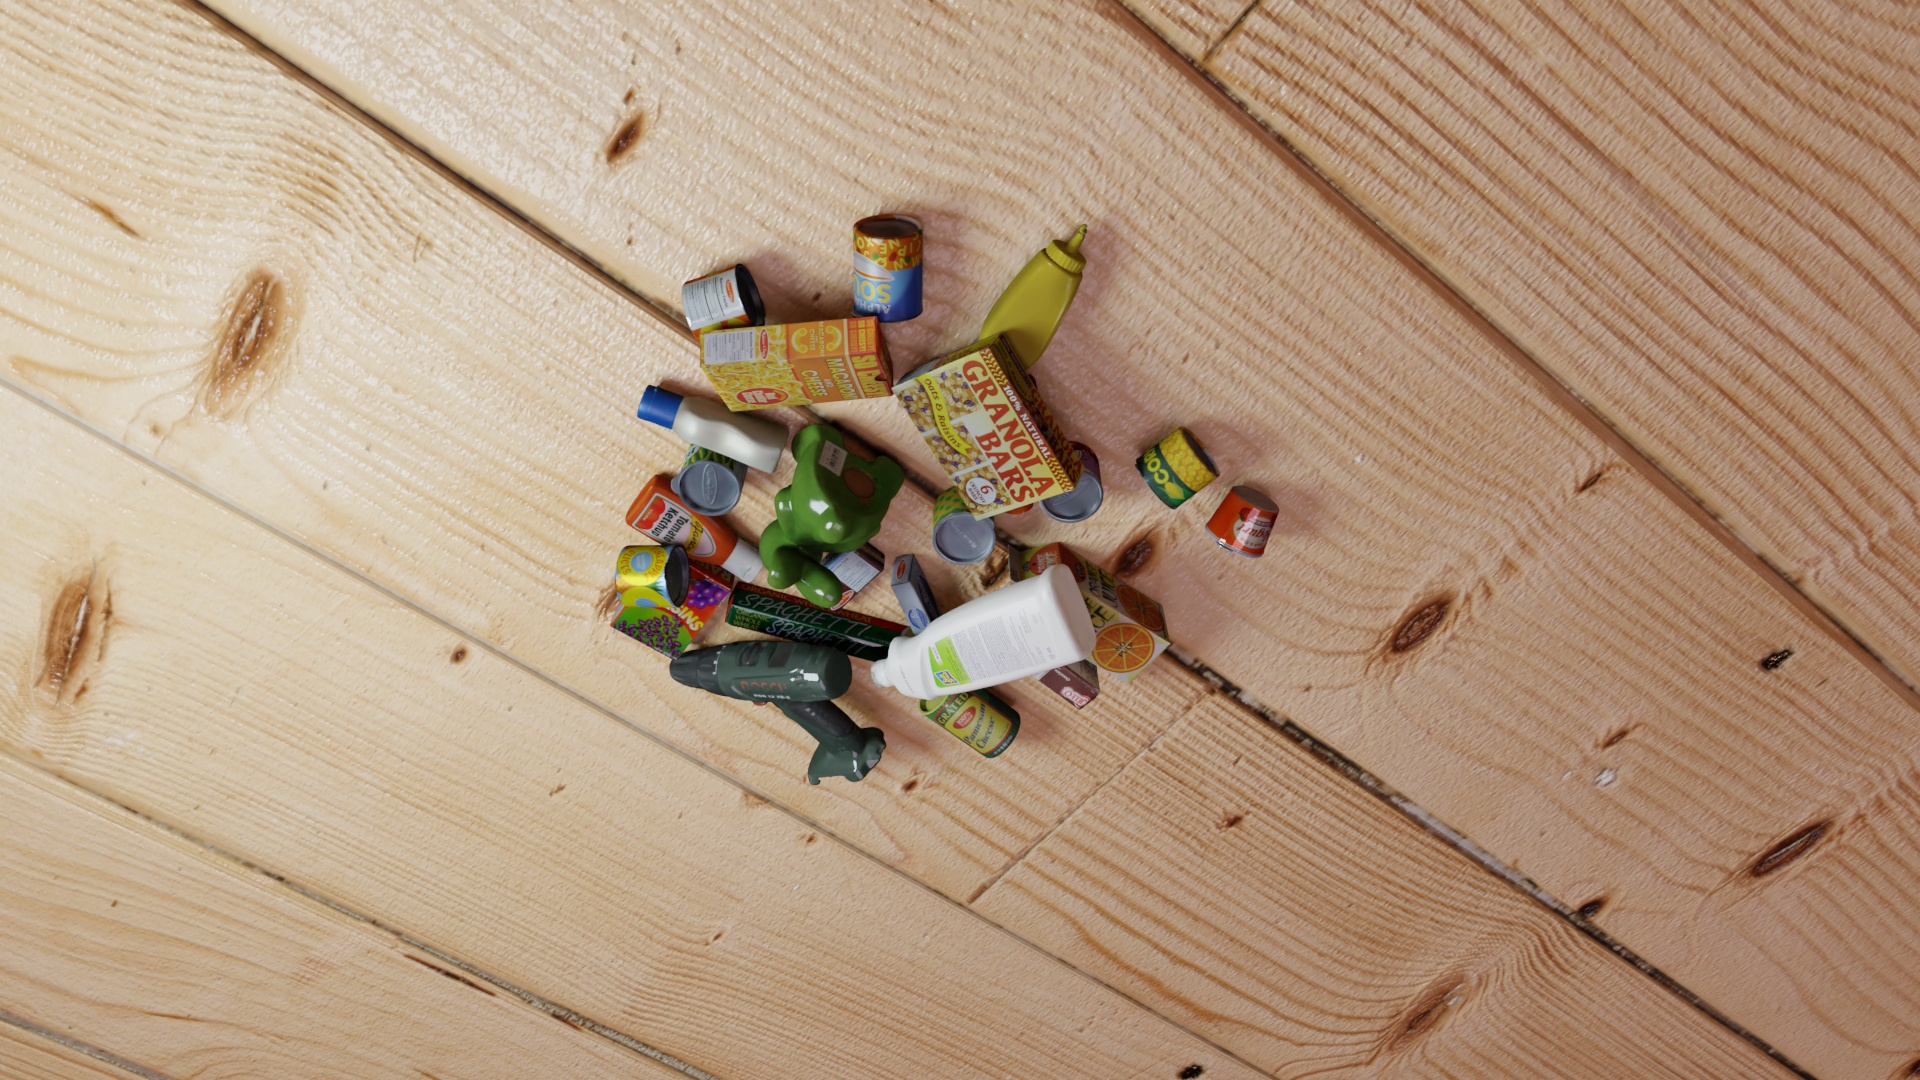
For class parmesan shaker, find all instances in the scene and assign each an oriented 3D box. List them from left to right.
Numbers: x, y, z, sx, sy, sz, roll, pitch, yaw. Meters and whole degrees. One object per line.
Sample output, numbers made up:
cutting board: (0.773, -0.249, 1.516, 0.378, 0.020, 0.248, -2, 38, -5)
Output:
parmesan shaker: (0.013, 0.196, 1.597, 0.103, 0.072, 0.071, 37, 116, -22)

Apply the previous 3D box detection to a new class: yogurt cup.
yogurt cup: (0.298, -0.021, 1.456, 0.072, 0.073, 0.053, 19, 113, -12)

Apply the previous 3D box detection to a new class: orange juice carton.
orange juice carton: (0.129, 0.070, 1.510, 0.192, 0.072, 0.072, 31, 117, -19)

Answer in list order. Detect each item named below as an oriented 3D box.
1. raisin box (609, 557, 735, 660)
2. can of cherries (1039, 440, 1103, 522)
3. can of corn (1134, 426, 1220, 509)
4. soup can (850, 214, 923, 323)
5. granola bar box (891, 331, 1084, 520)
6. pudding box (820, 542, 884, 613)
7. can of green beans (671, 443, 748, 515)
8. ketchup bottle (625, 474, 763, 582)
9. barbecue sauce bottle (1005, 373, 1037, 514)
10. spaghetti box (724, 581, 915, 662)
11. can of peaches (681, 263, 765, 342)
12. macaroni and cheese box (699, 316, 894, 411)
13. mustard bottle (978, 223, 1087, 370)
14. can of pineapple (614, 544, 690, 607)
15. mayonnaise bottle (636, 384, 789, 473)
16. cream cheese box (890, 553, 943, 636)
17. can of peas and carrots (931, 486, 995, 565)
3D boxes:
raisin box: (-0.317, 0.064, 1.529, 0.086, 0.040, 0.123, 32, 117, -18)
can of cherries: (0.112, -0.063, 1.432, 0.071, 0.059, 0.071, 1, 124, 1)
can of corn: (0.221, -0.076, 1.417, 0.058, 0.071, 0.071, -38, 115, 21)
soup can: (-0.070, -0.254, 1.302, 0.071, 0.072, 0.083, 1, 123, 0)
granola bar box: (0.028, -0.110, 1.363, 0.124, 0.039, 0.165, -18, 115, 35)
pudding box: (-0.128, 0.035, 1.514, 0.049, 0.030, 0.083, 37, 116, -23)
can of green beans: (-0.255, -0.069, 1.430, 0.071, 0.058, 0.071, 0, 123, 0)
ketchup bottle: (-0.278, -0.008, 1.479, 0.148, 0.044, 0.064, 33, 114, -20)
barbecue sauce bottle: (0.051, -0.098, 1.418, 0.065, 0.044, 0.147, -1, 124, 10)
spaghetti box: (-0.136, 0.100, 1.545, 0.250, 0.050, 0.028, 16, 120, -10)
can of peaches: (-0.226, -0.223, 1.326, 0.058, 0.071, 0.071, -16, 122, 10)
macaroni and cheese box: (-0.154, -0.167, 1.335, 0.166, 0.040, 0.123, -5, 166, 3)
mustard bottle: (0.079, -0.236, 1.325, 0.065, 0.049, 0.159, 29, 118, -13)
can of pineapple: (-0.321, 0.036, 1.448, 0.058, 0.071, 0.070, 0, 124, 10)
mayonnaise bottle: (-0.249, -0.115, 1.400, 0.148, 0.065, 0.041, 20, 116, -8)
cream cheese box: (-0.045, 0.070, 1.523, 0.024, 0.054, 0.103, -15, 122, 15)
can of peas and carrots: (0.005, -0.018, 1.461, 0.071, 0.059, 0.070, 0, 123, 0)
